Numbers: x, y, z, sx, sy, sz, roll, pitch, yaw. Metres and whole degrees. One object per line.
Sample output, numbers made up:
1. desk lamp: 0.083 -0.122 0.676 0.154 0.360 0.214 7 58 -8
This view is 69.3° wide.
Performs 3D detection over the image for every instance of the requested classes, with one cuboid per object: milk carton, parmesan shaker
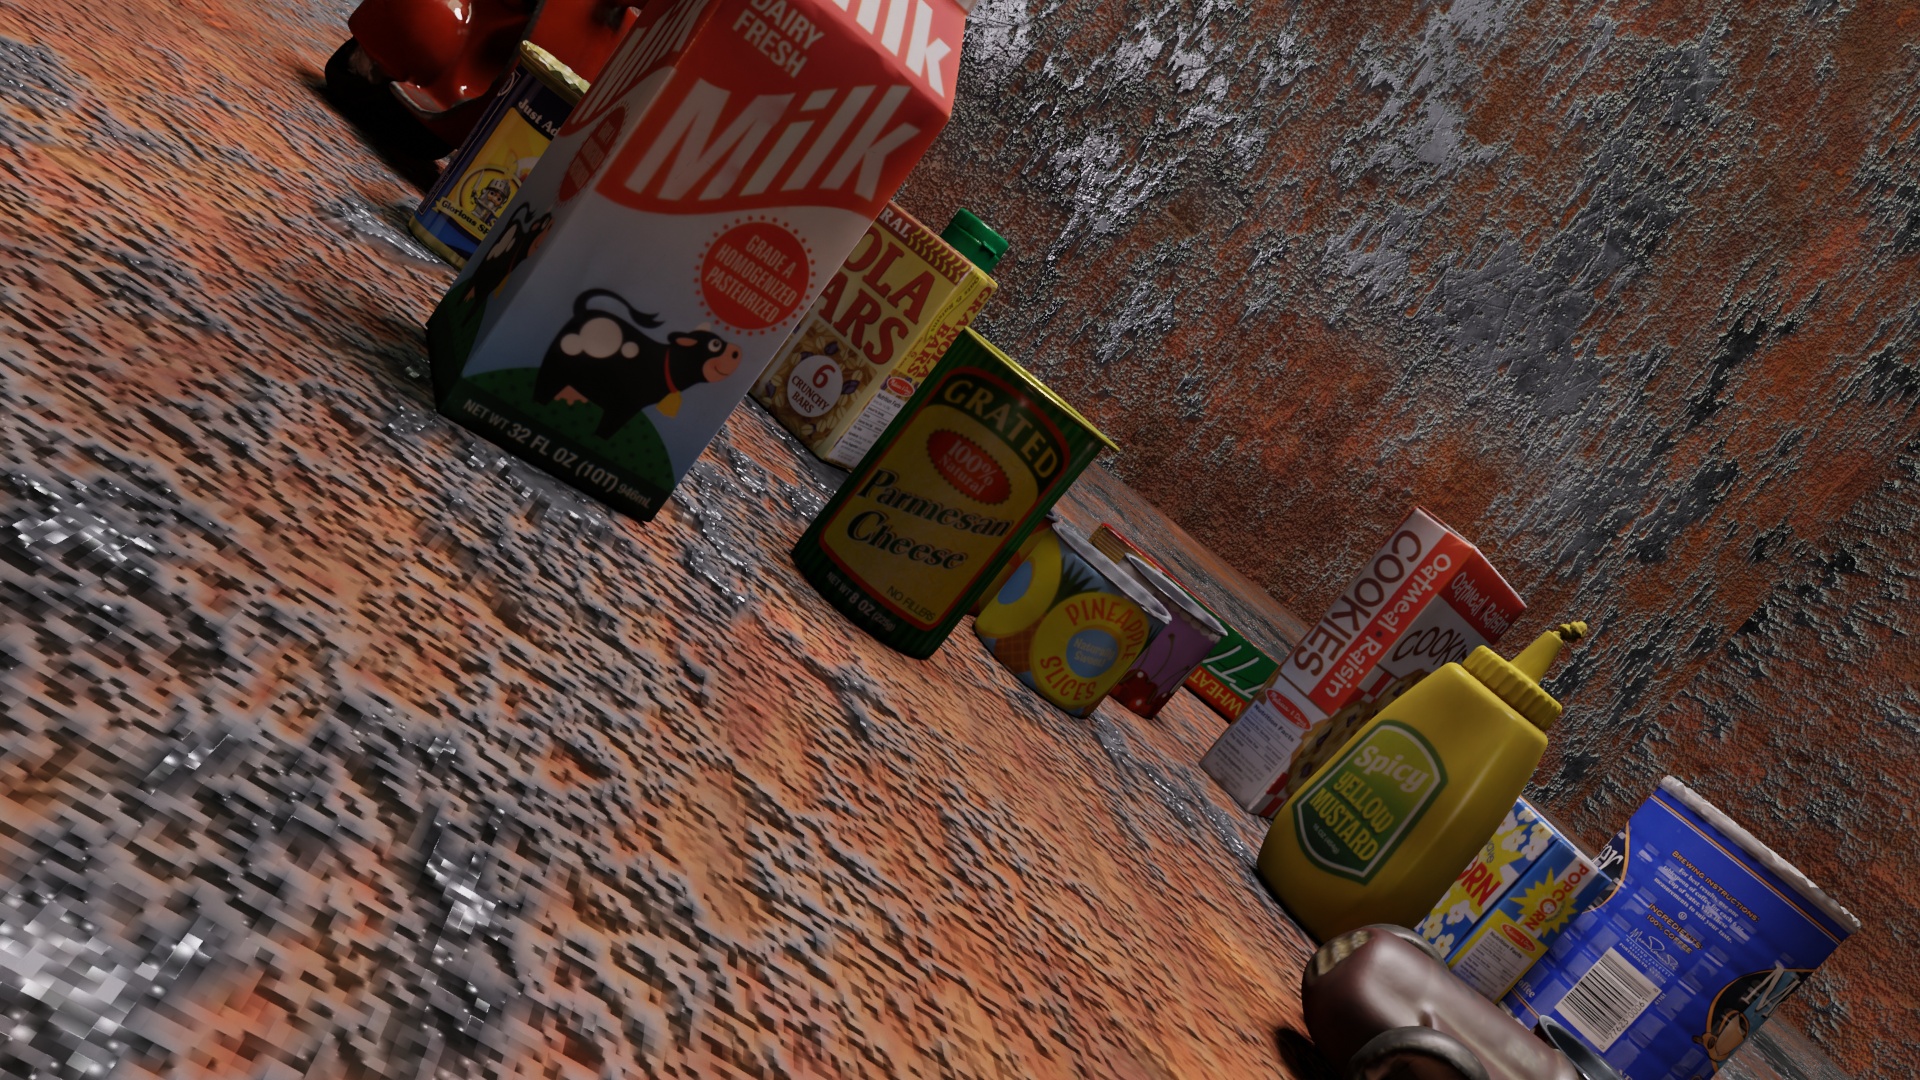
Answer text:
1. milk carton: -0.072 -0.109 0.407 0.072 0.190 0.074 33 10 -34
2. parmesan shaker: -0.002 -0.015 0.501 0.071 0.103 0.071 38 8 -6

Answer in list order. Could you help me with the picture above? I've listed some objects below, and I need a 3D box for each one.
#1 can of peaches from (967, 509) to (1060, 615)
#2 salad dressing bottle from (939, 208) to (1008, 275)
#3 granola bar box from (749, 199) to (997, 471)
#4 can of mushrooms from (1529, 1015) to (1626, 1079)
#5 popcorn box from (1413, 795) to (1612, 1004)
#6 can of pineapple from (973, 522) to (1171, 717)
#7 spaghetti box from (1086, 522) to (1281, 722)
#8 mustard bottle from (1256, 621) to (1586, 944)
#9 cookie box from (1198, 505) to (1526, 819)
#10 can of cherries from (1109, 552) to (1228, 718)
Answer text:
1. can of peaches: 0.002 -0.008 0.636 0.071 0.058 0.071 38 8 -6
2. salad dressing bottle: -0.030 -0.126 0.821 0.064 0.147 0.044 33 10 -37
3. granola bar box: -0.079 -0.134 0.735 0.166 0.124 0.039 42 9 24
4. can of mushrooms: 0.233 0.213 0.516 0.071 0.033 0.071 38 8 -6
5. popcorn box: 0.265 0.168 0.714 0.038 0.085 0.127 37 8 -8
6. can of pineapple: 0.049 0.035 0.602 0.071 0.058 0.071 38 8 -6
7. spaghetti box: 0.174 0.085 0.889 0.250 0.050 0.029 39 8 4
8. mustard bottle: 0.188 0.090 0.551 0.049 0.160 0.065 32 10 -39
9. cookie box: 0.210 0.071 0.716 0.040 0.167 0.123 44 10 35
10. can of cherries: 0.094 0.050 0.712 0.071 0.058 0.071 38 8 -6
